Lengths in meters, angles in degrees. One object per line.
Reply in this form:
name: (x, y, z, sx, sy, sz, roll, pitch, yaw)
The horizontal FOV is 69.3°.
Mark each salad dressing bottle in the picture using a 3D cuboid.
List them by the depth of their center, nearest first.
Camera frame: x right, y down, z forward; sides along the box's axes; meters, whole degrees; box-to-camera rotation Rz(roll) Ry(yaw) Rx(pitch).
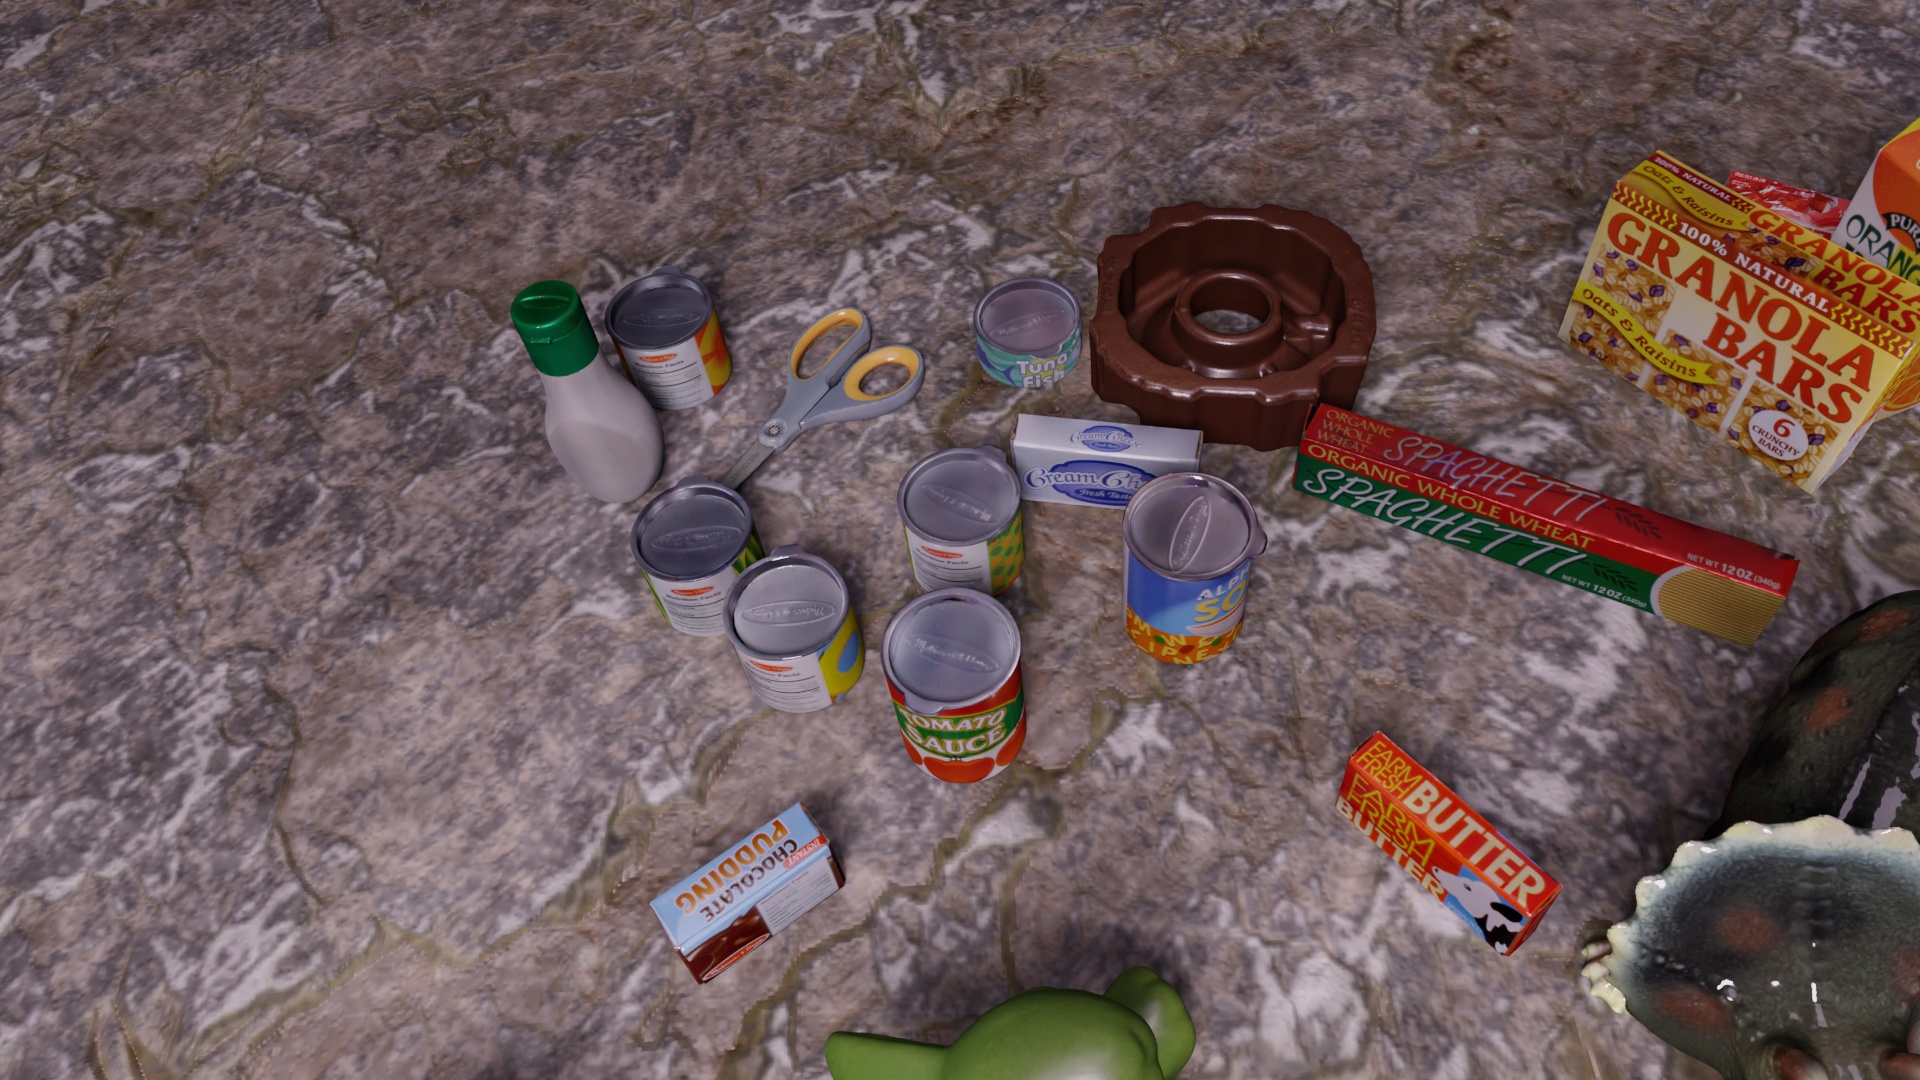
salad dressing bottle: (-0.209, -0.081, 0.779, 0.064, 0.147, 0.044, 1, 55, 7)

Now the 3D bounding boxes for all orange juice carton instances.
orange juice carton: (0.513, -0.153, 0.728, 0.073, 0.191, 0.072, -20, 55, -8)

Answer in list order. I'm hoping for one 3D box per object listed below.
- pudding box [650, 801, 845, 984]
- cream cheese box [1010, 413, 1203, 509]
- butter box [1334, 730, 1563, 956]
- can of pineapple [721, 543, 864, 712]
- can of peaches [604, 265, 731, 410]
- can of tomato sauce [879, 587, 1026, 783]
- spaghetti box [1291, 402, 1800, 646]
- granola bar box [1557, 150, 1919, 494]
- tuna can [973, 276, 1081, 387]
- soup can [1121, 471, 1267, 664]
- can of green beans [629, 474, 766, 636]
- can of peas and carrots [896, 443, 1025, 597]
pudding box: (-0.098, 0.165, 0.651, 0.084, 0.049, 0.030, -33, 58, -17)
cream cheese box: (0.082, -0.042, 0.778, 0.104, 0.053, 0.024, 6, 56, 10)
butter box: (0.219, 0.138, 0.635, 0.024, 0.053, 0.104, -36, 59, -18)
can of pineapple: (-0.086, 0.047, 0.729, 0.071, 0.057, 0.071, -3, 54, 4)
can of peaches: (-0.179, -0.125, 0.862, 0.071, 0.057, 0.071, -3, 54, 4)
can of tomato sauce: (-0.002, 0.075, 0.685, 0.071, 0.082, 0.071, -3, 54, 4)
spaghetti box: (0.299, -0.011, 0.736, 0.250, 0.050, 0.029, 21, 60, 20)
granola bar box: (0.421, -0.119, 0.755, 0.039, 0.123, 0.166, -36, 59, -18)
tuna can: (0.043, -0.126, 0.856, 0.071, 0.032, 0.071, -3, 54, 4)
soup can: (0.118, 0.017, 0.714, 0.071, 0.083, 0.072, -3, 54, 4)
can of green beans: (-0.140, 0.011, 0.761, 0.071, 0.057, 0.071, -3, 54, 4)
can of peas and carrots: (0.003, -0.010, 0.760, 0.071, 0.058, 0.071, -3, 54, 4)
